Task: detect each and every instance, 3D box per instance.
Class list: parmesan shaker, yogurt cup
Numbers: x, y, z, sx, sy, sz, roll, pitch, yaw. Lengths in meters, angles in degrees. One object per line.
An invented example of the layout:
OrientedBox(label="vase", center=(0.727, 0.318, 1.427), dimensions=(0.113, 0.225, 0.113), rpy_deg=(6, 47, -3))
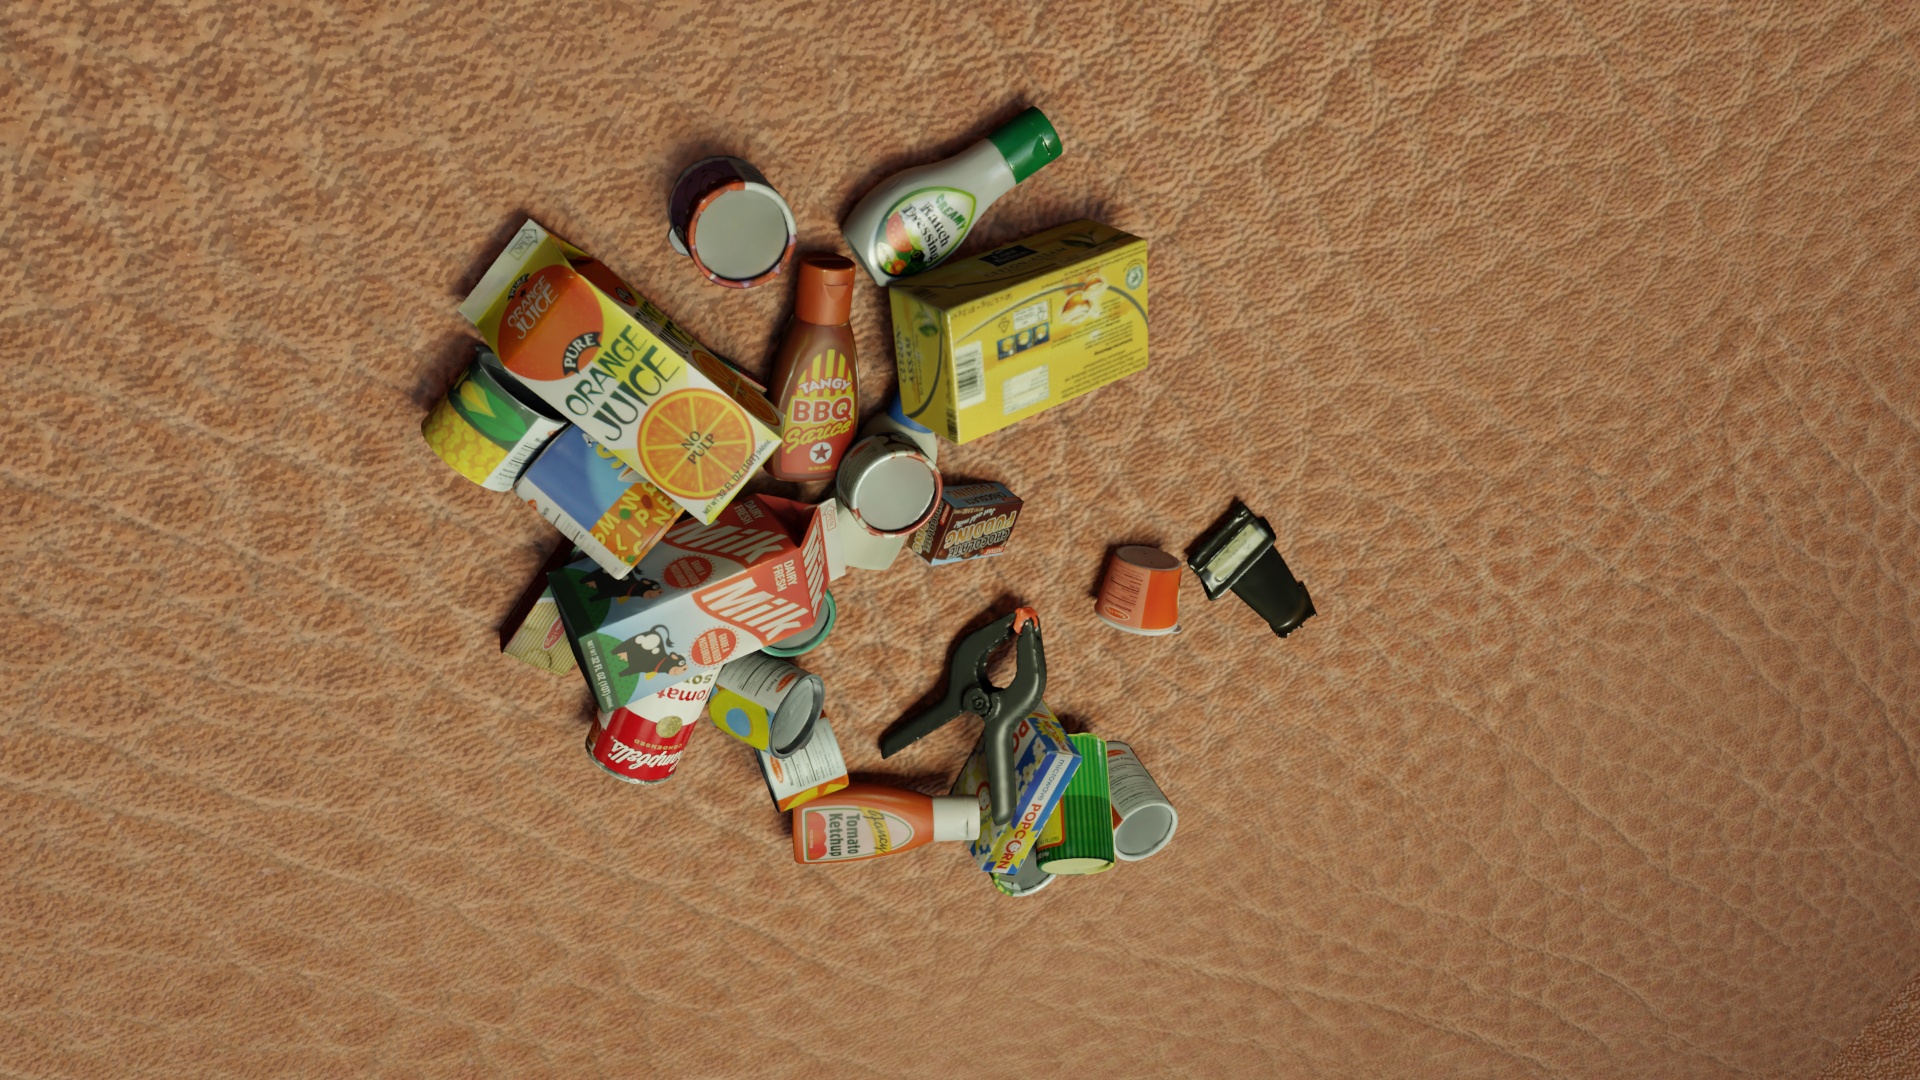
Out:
OrientedBox(label="parmesan shaker", center=(0.093, 0.219, 1.154), dimensions=(0.071, 0.103, 0.071), rpy_deg=(-2, 153, -1))
OrientedBox(label="yogurt cup", center=(0.144, 0.038, 1.106), dimensions=(0.072, 0.072, 0.053), rpy_deg=(0, 111, -25))

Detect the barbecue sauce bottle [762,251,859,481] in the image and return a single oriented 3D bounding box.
OrientedBox(label="barbecue sauce bottle", center=(-0.095, -0.113, 0.913), dimensions=(0.065, 0.044, 0.147), rpy_deg=(-7, 122, -29))

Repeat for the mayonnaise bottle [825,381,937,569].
OrientedBox(label="mayonnaise bottle", center=(-0.050, -0.052, 0.975), dimensions=(0.065, 0.041, 0.147), rpy_deg=(13, 112, -34))

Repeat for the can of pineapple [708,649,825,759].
OrientedBox(label="can of pineapple", center=(-0.141, 0.119, 1.010), dimensions=(0.071, 0.058, 0.070), rpy_deg=(-47, 149, -40))

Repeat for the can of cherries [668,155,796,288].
OrientedBox(label="can of cherries", center=(-0.139, -0.189, 0.837), dimensions=(0.071, 0.058, 0.071), rpy_deg=(-12, 123, -18))

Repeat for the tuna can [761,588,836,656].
OrientedBox(label="tuna can", center=(-0.125, 0.051, 1.007), dimensions=(0.071, 0.033, 0.070), rpy_deg=(-11, 123, -18))

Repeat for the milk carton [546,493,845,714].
OrientedBox(label="milk carton", center=(-0.165, 0.032, 0.921), dimensions=(0.191, 0.074, 0.072), rpy_deg=(-22, 133, -20))

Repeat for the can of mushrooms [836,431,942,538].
OrientedBox(label="can of mushrooms", center=(-0.046, -0.036, 0.937), dimensions=(0.071, 0.033, 0.070), rpy_deg=(-11, 121, -19))

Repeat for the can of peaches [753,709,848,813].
OrientedBox(label="can of peaches", center=(-0.123, 0.166, 1.060), dimensions=(0.058, 0.071, 0.071), rpy_deg=(-20, 126, -13))

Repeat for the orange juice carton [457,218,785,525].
OrientedBox(label="orange juice carton", center=(-0.201, -0.102, 0.834), dimensions=(0.192, 0.073, 0.071), rpy_deg=(40, 100, -16))

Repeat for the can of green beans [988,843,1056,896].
OrientedBox(label="can of green beans", center=(0.048, 0.265, 1.203), dimensions=(0.071, 0.058, 0.071), rpy_deg=(-12, 123, -18))

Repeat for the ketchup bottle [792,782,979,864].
OrientedBox(label="ketchup bottle", center=(-0.060, 0.224, 1.114), dimensions=(0.149, 0.044, 0.064), rpy_deg=(-1, 110, -7))

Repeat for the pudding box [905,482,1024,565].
OrientedBox(label="pudding box", center=(0.004, -0.013, 1.011), dimensions=(0.084, 0.030, 0.049), rpy_deg=(-7, 127, -50))

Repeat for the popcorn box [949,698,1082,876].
OrientedBox(label="popcorn box", center=(0.042, 0.199, 1.142), dimensions=(0.038, 0.085, 0.126), rpy_deg=(14, 113, -32))

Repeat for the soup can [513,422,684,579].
OrientedBox(label="soup can", center=(-0.220, -0.029, 0.862), dimensions=(0.084, 0.071, 0.071), rpy_deg=(42, 98, -6))

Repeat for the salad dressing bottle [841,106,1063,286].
OrientedBox(label="salad dressing bottle", center=(-0.004, -0.222, 0.888), dimensions=(0.148, 0.044, 0.064), rpy_deg=(-35, 130, -1))

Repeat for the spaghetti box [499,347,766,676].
OrientedBox(label="spaghetti box", center=(-0.219, -0.018, 0.924), dimensions=(0.050, 0.029, 0.249), rpy_deg=(29, 104, -35))

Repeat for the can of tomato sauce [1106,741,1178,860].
OrientedBox(label="can of tomato sauce", center=(0.142, 0.228, 1.207), dimensions=(0.071, 0.083, 0.070), rpy_deg=(-12, 124, -18))

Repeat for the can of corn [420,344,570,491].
OrientedBox(label="can of corn", center=(-0.283, -0.073, 0.839), dimensions=(0.058, 0.071, 0.071), rpy_deg=(-48, 127, 9))
